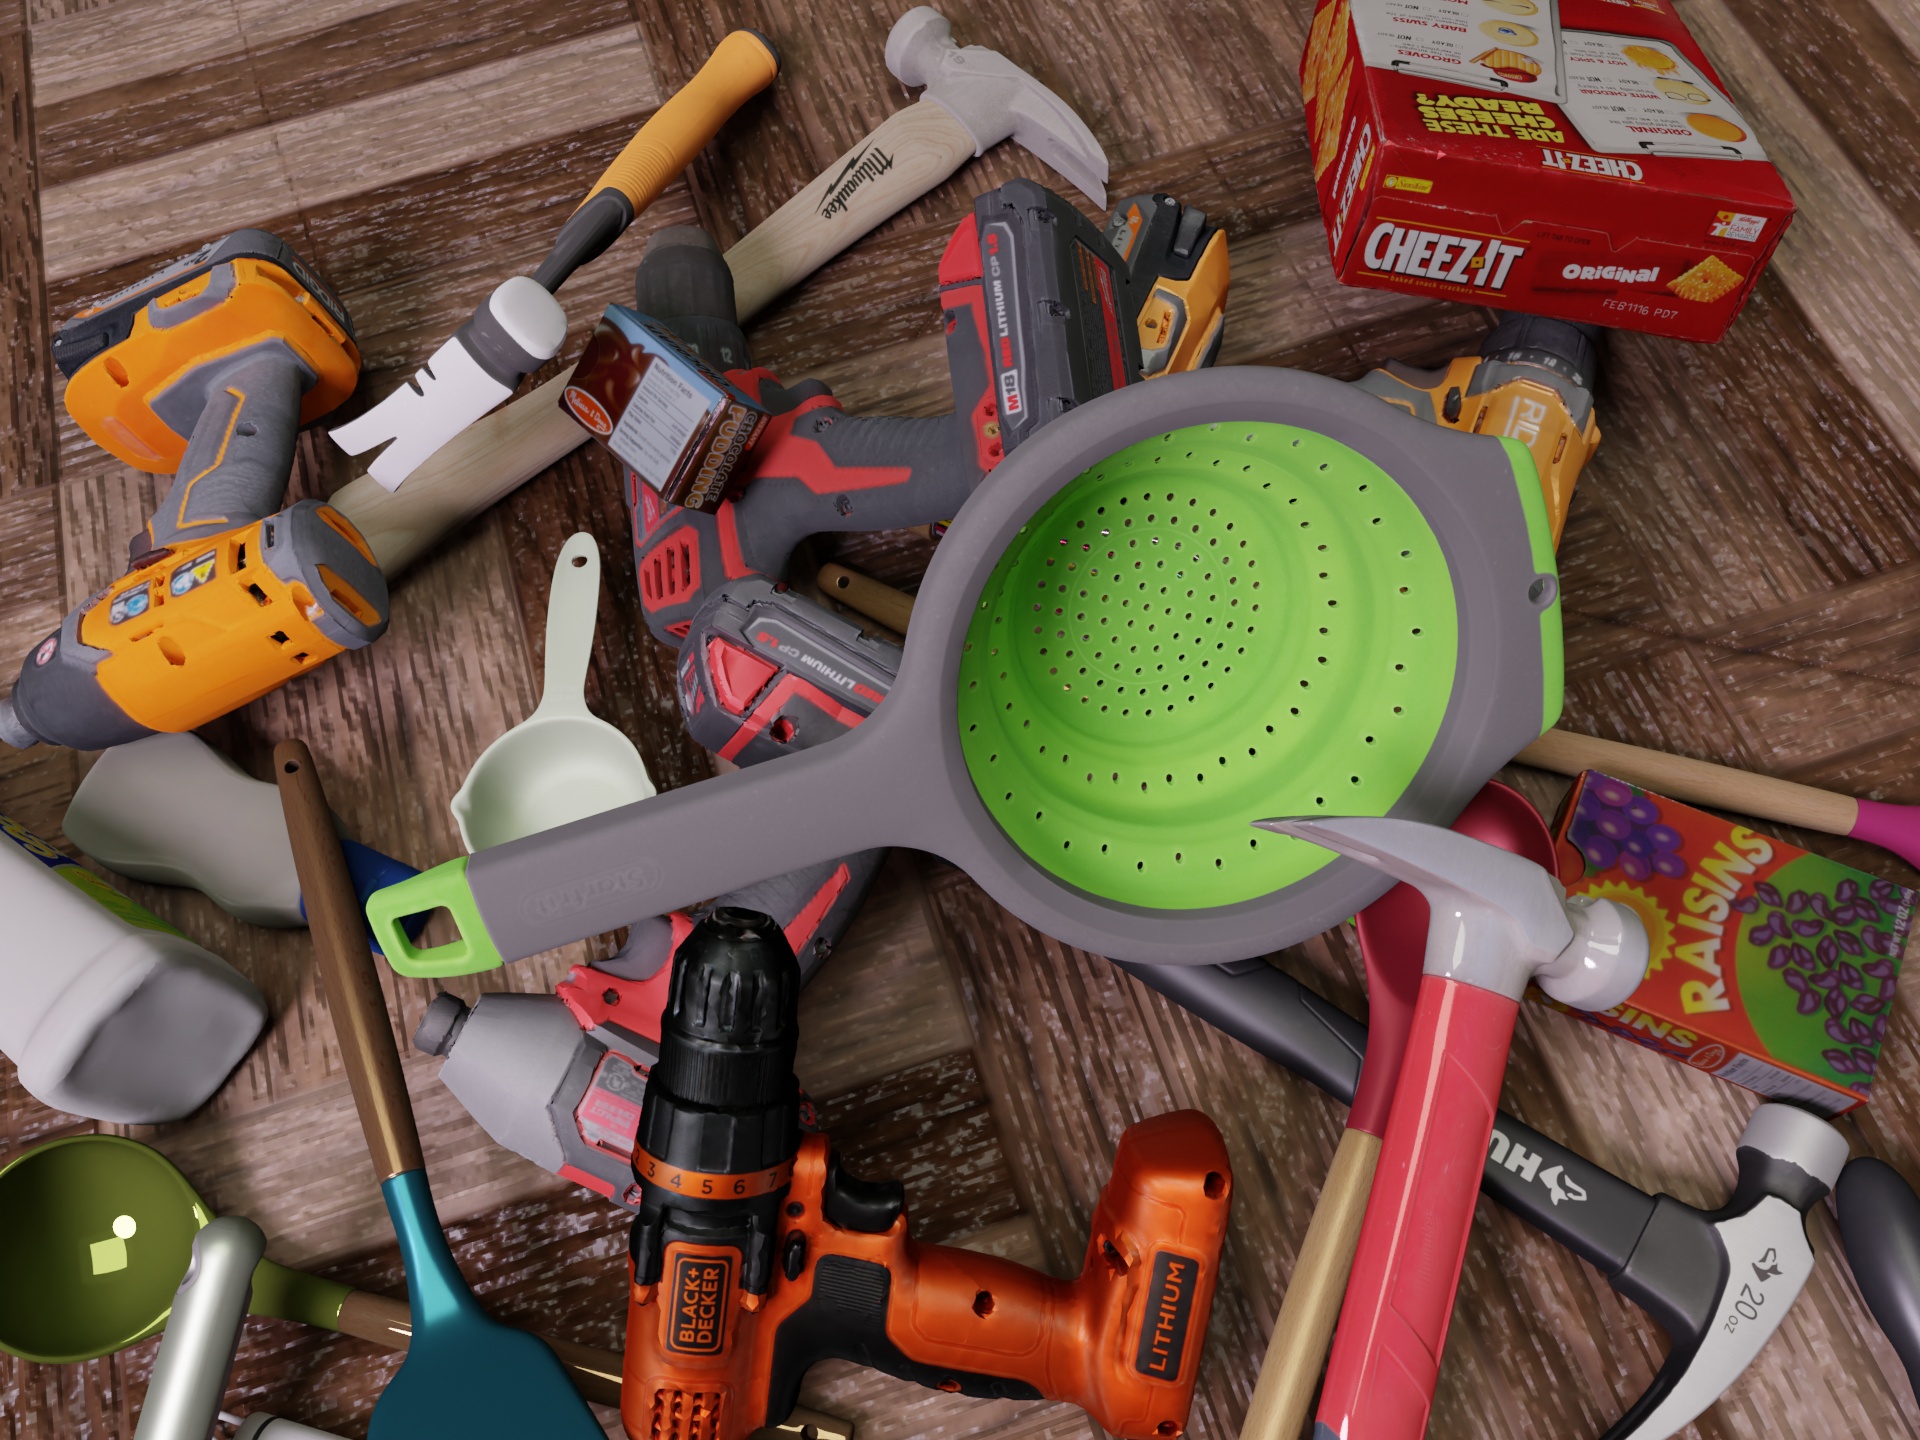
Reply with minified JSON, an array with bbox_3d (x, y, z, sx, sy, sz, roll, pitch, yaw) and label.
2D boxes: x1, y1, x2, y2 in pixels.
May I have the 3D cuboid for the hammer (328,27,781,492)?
[{"bbox_3d":[-0.160,-0.230,0.722,0.127,0.034,0.337,-24,31,37],"label":"hammer"}]

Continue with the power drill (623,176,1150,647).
[{"bbox_3d":[-0.045,-0.141,0.650,0.227,0.080,0.188,-14,76,28],"label":"power drill"}]

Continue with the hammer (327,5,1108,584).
[{"bbox_3d":[-0.116,-0.188,0.754,0.410,0.038,0.146,-40,69,-14],"label":"hammer"}]

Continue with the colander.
[{"bbox_3d":[-0.001,-0.002,0.546,0.397,0.204,0.095,-17,23,-3],"label":"colander"}]

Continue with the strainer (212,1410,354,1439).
[{"bbox_3d":[-0.144,0.266,0.531,0.258,0.050,0.086,9,109,15],"label":"strainer"}]

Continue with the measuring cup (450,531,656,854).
[{"bbox_3d":[-0.161,-0.001,0.665,0.083,0.038,0.168,-3,62,3],"label":"measuring cup"}]

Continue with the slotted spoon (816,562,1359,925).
[{"bbox_3d":[0.073,0.001,0.650,0.314,0.031,0.070,27,84,19],"label":"slotted spoon"}]

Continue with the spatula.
[{"bbox_3d":[-0.202,0.133,0.557,0.082,0.044,0.318,-19,63,-16],"label":"spatula"}]

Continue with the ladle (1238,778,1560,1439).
[{"bbox_3d":[0.128,0.163,0.527,0.069,0.031,0.315,21,72,11],"label":"ladle"}]

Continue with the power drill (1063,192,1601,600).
[{"bbox_3d":[0.163,-0.153,0.691,0.226,0.084,0.185,22,65,10],"label":"power drill"}]

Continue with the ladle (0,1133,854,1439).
[{"bbox_3d":[-0.194,0.212,0.554,0.320,0.062,0.078,11,72,7],"label":"ladle"}]

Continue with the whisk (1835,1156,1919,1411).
[{"bbox_3d":[0.326,0.274,0.481,0.070,0.070,0.285,-7,59,1],"label":"whisk"}]

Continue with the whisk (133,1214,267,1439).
[{"bbox_3d":[-0.265,0.284,0.507,0.059,0.058,0.246,18,77,-28],"label":"whisk"}]

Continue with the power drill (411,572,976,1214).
[{"bbox_3d":[-0.092,0.065,0.585,0.143,0.078,0.220,28,69,-11],"label":"power drill"}]

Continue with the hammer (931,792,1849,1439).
[{"bbox_3d":[0.132,0.124,0.580,0.335,0.035,0.146,31,70,18],"label":"hammer"}]

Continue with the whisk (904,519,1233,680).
[{"bbox_3d":[0.012,-0.079,0.691,0.245,0.051,0.047,25,48,20],"label":"whisk"}]

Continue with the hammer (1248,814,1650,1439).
[{"bbox_3d":[0.108,0.221,0.474,0.143,0.038,0.386,21,78,-22],"label":"hammer"}]

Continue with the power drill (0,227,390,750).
[{"bbox_3d":[-0.332,-0.092,0.676,0.164,0.084,0.227,-24,54,7],"label":"power drill"}]

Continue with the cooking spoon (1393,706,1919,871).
[{"bbox_3d":[0.319,0.032,0.619,0.319,0.017,0.069,13,65,10],"label":"cooking spoon"}]
